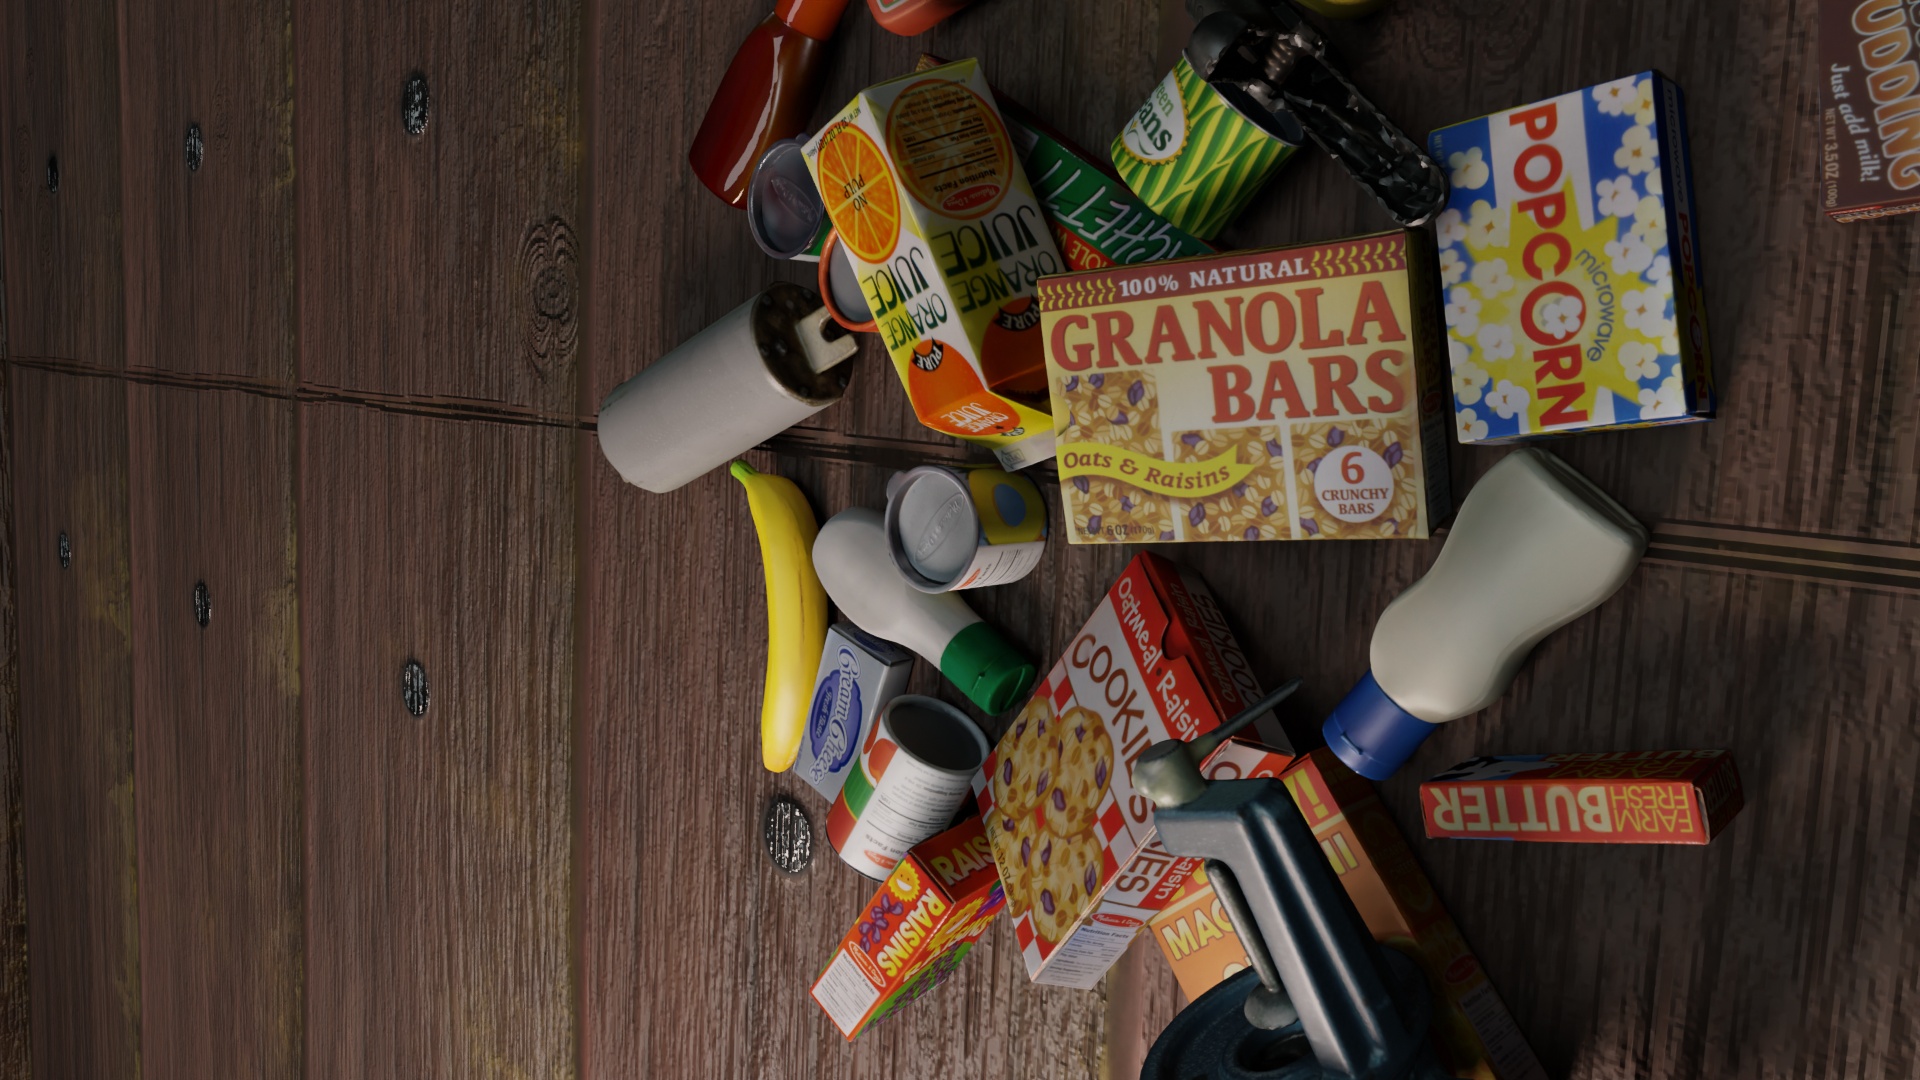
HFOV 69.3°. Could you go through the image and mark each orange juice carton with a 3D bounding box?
[{"bbox_3d":[0.002,-0.127,0.683,0.071,0.073,0.192,-16,99,60],"label":"orange juice carton"}]

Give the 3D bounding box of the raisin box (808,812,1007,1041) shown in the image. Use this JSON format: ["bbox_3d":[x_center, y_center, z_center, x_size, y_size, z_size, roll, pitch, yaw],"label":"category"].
[{"bbox_3d":[-0.017,0.202,0.744,0.040,0.086,0.122,46,122,23],"label":"raisin box"}]

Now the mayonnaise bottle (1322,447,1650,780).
[{"bbox_3d":[0.204,0.035,0.562,0.065,0.041,0.147,48,123,26],"label":"mayonnaise bottle"}]

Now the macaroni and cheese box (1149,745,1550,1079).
[{"bbox_3d":[0.160,0.191,0.613,0.123,0.040,0.167,-42,66,35],"label":"macaroni and cheese box"}]

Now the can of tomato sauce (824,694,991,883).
[{"bbox_3d":[-0.029,0.135,0.765,0.071,0.071,0.082,43,120,31],"label":"can of tomato sauce"}]

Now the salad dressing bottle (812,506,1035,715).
[{"bbox_3d":[-0.021,0.038,0.766,0.148,0.044,0.064,40,117,32],"label":"salad dressing bottle"}]

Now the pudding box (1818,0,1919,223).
[{"bbox_3d":[0.312,-0.150,0.455,0.049,0.030,0.083,0,93,41],"label":"pudding box"}]

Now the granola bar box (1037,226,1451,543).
[{"bbox_3d":[0.119,-0.063,0.600,0.165,0.039,0.124,-1,102,32],"label":"granola bar box"}]

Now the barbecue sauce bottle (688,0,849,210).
[{"bbox_3d":[-0.110,-0.273,0.823,0.065,0.044,0.147,50,123,28],"label":"barbecue sauce bottle"}]

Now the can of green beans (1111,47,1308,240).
[{"bbox_3d":[0.109,-0.176,0.614,0.057,0.071,0.071,-47,63,35],"label":"can of green beans"}]

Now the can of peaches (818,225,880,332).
[{"bbox_3d":[-0.036,-0.143,0.755,0.071,0.058,0.071,4,95,42],"label":"can of peaches"}]

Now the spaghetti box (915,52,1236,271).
[{"bbox_3d":[0.056,-0.166,0.689,0.251,0.029,0.050,44,120,31],"label":"spaghetti box"}]

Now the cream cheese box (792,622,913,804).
[{"bbox_3d":[-0.065,0.105,0.822,0.053,0.024,0.103,30,112,37],"label":"cream cheese box"}]

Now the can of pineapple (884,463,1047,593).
[{"bbox_3d":[0.003,-0.009,0.729,0.071,0.058,0.071,4,96,42],"label":"can of pineapple"}]

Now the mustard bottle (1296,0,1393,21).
[{"bbox_3d":[0.124,-0.246,0.532,0.048,0.161,0.065,-30,75,38],"label":"mustard bottle"}]

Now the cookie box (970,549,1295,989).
[{"bbox_3d":[0.072,0.107,0.651,0.166,0.040,0.123,-57,31,28],"label":"cookie box"}]

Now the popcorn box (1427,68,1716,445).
[{"bbox_3d":[0.230,-0.103,0.528,0.085,0.038,0.126,-6,89,42],"label":"popcorn box"}]

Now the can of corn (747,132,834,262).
[{"bbox_3d":[-0.076,-0.193,0.788,0.071,0.058,0.071,4,96,42],"label":"can of corn"}]

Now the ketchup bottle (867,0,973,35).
[{"bbox_3d":[0.013,-0.317,0.708,0.148,0.043,0.065,-15,83,42],"label":"ketchup bottle"}]

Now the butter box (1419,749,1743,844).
[{"bbox_3d":[0.235,0.097,0.529,0.103,0.053,0.024,-10,89,42],"label":"butter box"}]
